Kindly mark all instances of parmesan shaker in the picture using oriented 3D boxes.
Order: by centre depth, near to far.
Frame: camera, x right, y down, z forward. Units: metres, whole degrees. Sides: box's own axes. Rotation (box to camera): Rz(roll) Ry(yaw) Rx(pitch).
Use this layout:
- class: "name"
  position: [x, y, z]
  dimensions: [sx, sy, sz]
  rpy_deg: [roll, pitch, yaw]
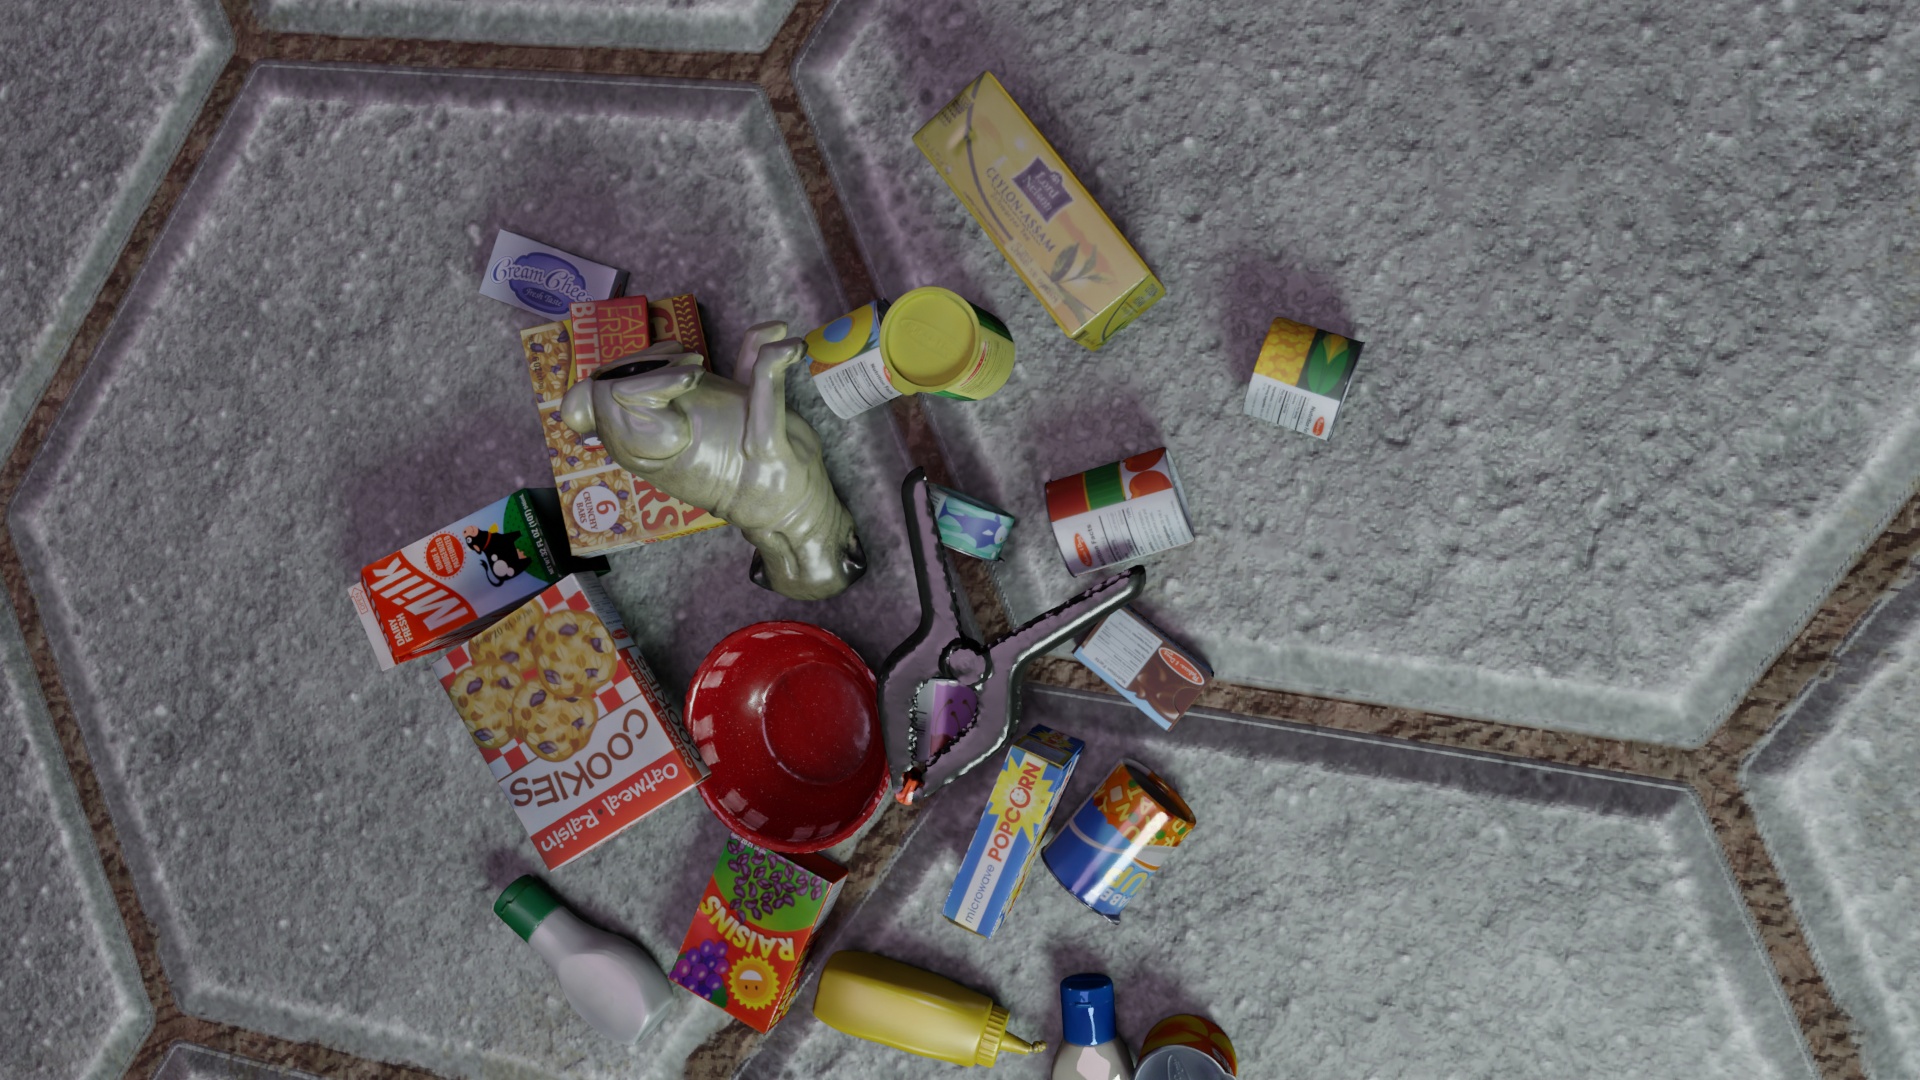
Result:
- class: "parmesan shaker"
  position: [-0.008, -0.125, 0.917]
  dimensions: [0.071, 0.103, 0.071]
  rpy_deg: [0, 92, 14]

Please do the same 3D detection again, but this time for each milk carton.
- class: "milk carton"
  position: [-0.365, 0.030, 1.026]
  dimensions: [0.190, 0.073, 0.072]
  rpy_deg: [-25, 86, 14]

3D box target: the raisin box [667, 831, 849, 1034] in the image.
- class: "raisin box"
  position: [-0.145, 0.275, 0.995]
  dimensions: [0.086, 0.040, 0.123]
  rpy_deg: [25, 96, 11]

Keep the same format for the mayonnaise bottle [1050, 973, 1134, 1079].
- class: "mayonnaise bottle"
  position: [0.091, 0.371, 0.938]
  dimensions: [0.065, 0.041, 0.148]
  rpy_deg: [-4, 89, 13]

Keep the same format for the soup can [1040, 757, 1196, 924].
- class: "soup can"
  position: [0.106, 0.197, 0.914]
  dimensions: [0.071, 0.071, 0.083]
  rpy_deg: [40, 100, 10]

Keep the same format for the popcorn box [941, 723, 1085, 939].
- class: "popcorn box"
  position: [0.036, 0.191, 0.923]
  dimensions: [0.038, 0.085, 0.126]
  rpy_deg: [24, 98, 13]

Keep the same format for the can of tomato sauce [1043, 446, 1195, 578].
- class: "can of tomato sauce"
  position: [0.104, -0.020, 0.912]
  dimensions: [0.083, 0.071, 0.071]
  rpy_deg: [-17, 88, 14]

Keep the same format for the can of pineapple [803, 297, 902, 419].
- class: "can of pineapple"
  position: [-0.067, -0.125, 0.952]
  dimensions: [0.058, 0.071, 0.071]
  rpy_deg: [-23, 86, 14]

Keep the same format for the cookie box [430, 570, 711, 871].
- class: "cookie box"
  position: [-0.267, 0.124, 0.958]
  dimensions: [0.123, 0.040, 0.167]
  rpy_deg: [-32, 87, 8]

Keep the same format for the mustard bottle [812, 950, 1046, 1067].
- class: "mustard bottle"
  position: [-0.019, 0.327, 0.953]
  dimensions: [0.160, 0.065, 0.049]
  rpy_deg: [16, 91, 9]

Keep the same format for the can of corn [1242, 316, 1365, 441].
- class: "can of corn"
  position: [0.218, -0.105, 0.881]
  dimensions: [0.058, 0.071, 0.071]
  rpy_deg: [20, 97, 13]

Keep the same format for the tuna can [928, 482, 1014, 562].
- class: "tuna can"
  position: [0.003, -0.012, 0.937]
  dimensions: [0.071, 0.071, 0.032]
  rpy_deg: [23, 96, 12]

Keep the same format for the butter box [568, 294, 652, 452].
- class: "butter box"
  position: [-0.236, -0.115, 0.954]
  dimensions: [0.053, 0.024, 0.103]
  rpy_deg: [-5, 88, -6]

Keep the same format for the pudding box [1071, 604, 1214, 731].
- class: "pudding box"
  position: [0.122, 0.082, 0.927]
  dimensions: [0.084, 0.030, 0.049]
  rpy_deg: [38, 99, 10]

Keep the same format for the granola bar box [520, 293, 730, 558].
- class: "granola bar box"
  position: [-0.230, -0.081, 0.987]
  dimensions: [0.124, 0.039, 0.165]
  rpy_deg: [-14, 88, -6]

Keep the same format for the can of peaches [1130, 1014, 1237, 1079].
- class: "can of peaches"
  position: [0.150, 0.353, 0.913]
  dimensions: [0.071, 0.058, 0.071]
  rpy_deg: [0, 91, 14]

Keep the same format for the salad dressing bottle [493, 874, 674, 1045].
- class: "salad dressing bottle"
  position: [-0.280, 0.308, 1.028]
  dimensions: [0.148, 0.044, 0.064]
  rpy_deg: [38, 102, 11]

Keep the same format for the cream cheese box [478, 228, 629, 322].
- class: "cream cheese box"
  position: [-0.301, -0.190, 1.029]
  dimensions: [0.104, 0.024, 0.053]
  rpy_deg: [20, 95, 12]

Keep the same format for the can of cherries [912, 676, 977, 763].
- class: "can of cherries"
  position: [-0.009, 0.117, 0.944]
  dimensions: [0.071, 0.071, 0.058]
  rpy_deg: [4, 93, 14]
